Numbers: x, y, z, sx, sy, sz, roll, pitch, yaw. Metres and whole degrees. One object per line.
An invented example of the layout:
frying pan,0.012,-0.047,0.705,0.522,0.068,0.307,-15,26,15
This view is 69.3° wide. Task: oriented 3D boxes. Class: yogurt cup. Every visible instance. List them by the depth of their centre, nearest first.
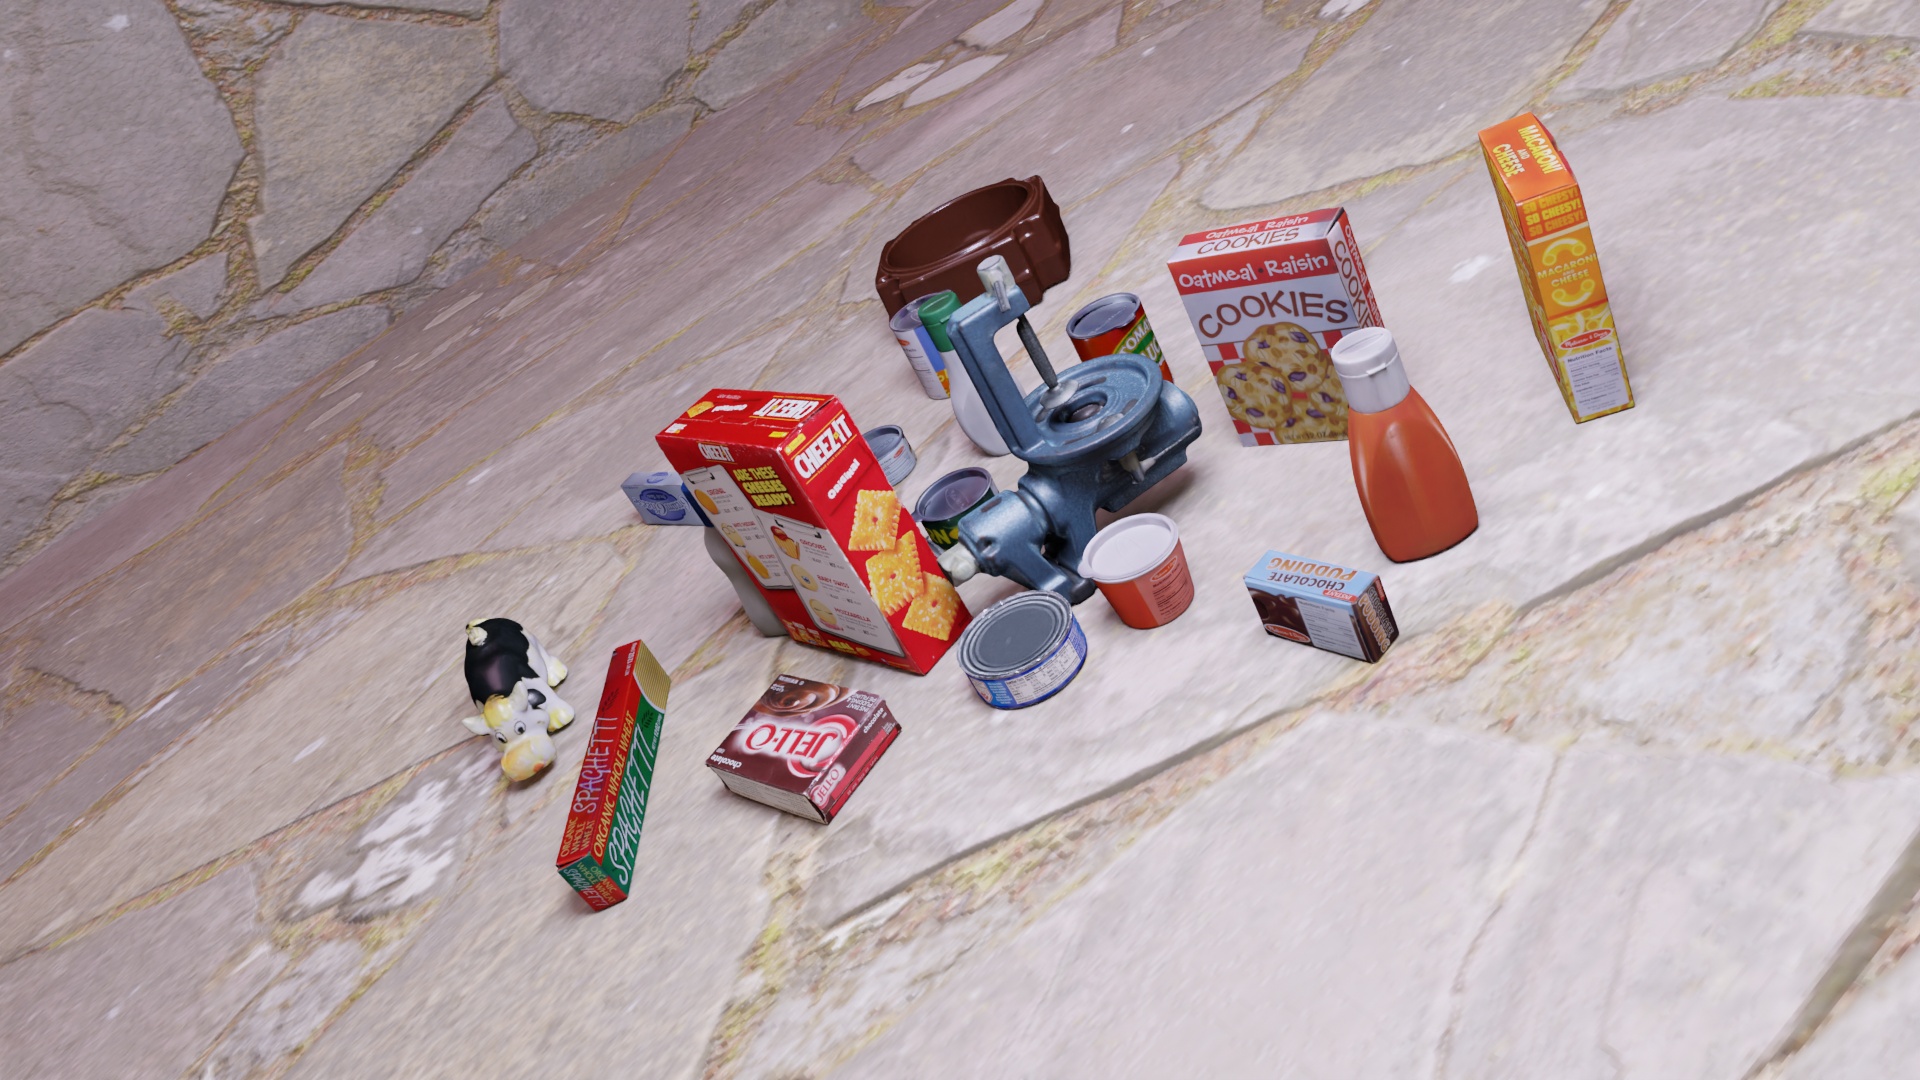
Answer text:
yogurt cup,0.123,0.022,0.937,0.072,0.053,0.073,-22,31,14

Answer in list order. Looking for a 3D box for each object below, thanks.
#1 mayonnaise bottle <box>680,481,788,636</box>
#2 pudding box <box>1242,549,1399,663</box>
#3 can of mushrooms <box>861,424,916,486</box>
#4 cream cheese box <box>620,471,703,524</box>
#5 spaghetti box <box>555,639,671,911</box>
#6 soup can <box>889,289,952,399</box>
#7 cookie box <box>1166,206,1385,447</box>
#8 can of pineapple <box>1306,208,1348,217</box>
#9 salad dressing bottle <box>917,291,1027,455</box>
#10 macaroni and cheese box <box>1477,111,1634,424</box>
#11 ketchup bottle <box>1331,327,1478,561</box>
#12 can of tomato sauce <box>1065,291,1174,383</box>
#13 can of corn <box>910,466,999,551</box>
mayonnaise bottle,-0.172,0.006,1.121,0.041,0.147,0.065,-7,36,34
pudding box,0.216,0.039,0.837,0.030,0.049,0.084,-44,33,-23
can of mushrooms,-0.077,-0.075,1.278,0.071,0.033,0.071,-22,31,14
cream cheese box,-0.290,-0.042,1.391,0.103,0.053,0.024,1,42,42
spaghetti box,-0.257,0.168,1.045,0.028,0.050,0.251,-24,30,11
soup can,-0.019,-0.191,1.355,0.071,0.083,0.072,-22,31,14
cookie box,0.234,-0.147,0.986,0.123,0.167,0.040,-1,40,40
can of pineapple,0.303,-0.239,1.177,0.071,0.057,0.071,-22,31,14
salad dressing bottle,0.012,-0.142,1.190,0.064,0.147,0.044,-30,30,0
macaroni and cheese box,0.388,-0.179,0.904,0.040,0.166,0.124,-18,32,20
ketchup bottle,0.265,-0.058,0.843,0.064,0.148,0.044,-26,30,7
can of tomato sauce,0.137,-0.156,1.168,0.071,0.082,0.071,-22,31,14
can of corn,0.004,-0.014,1.090,0.071,0.058,0.071,-22,31,14
